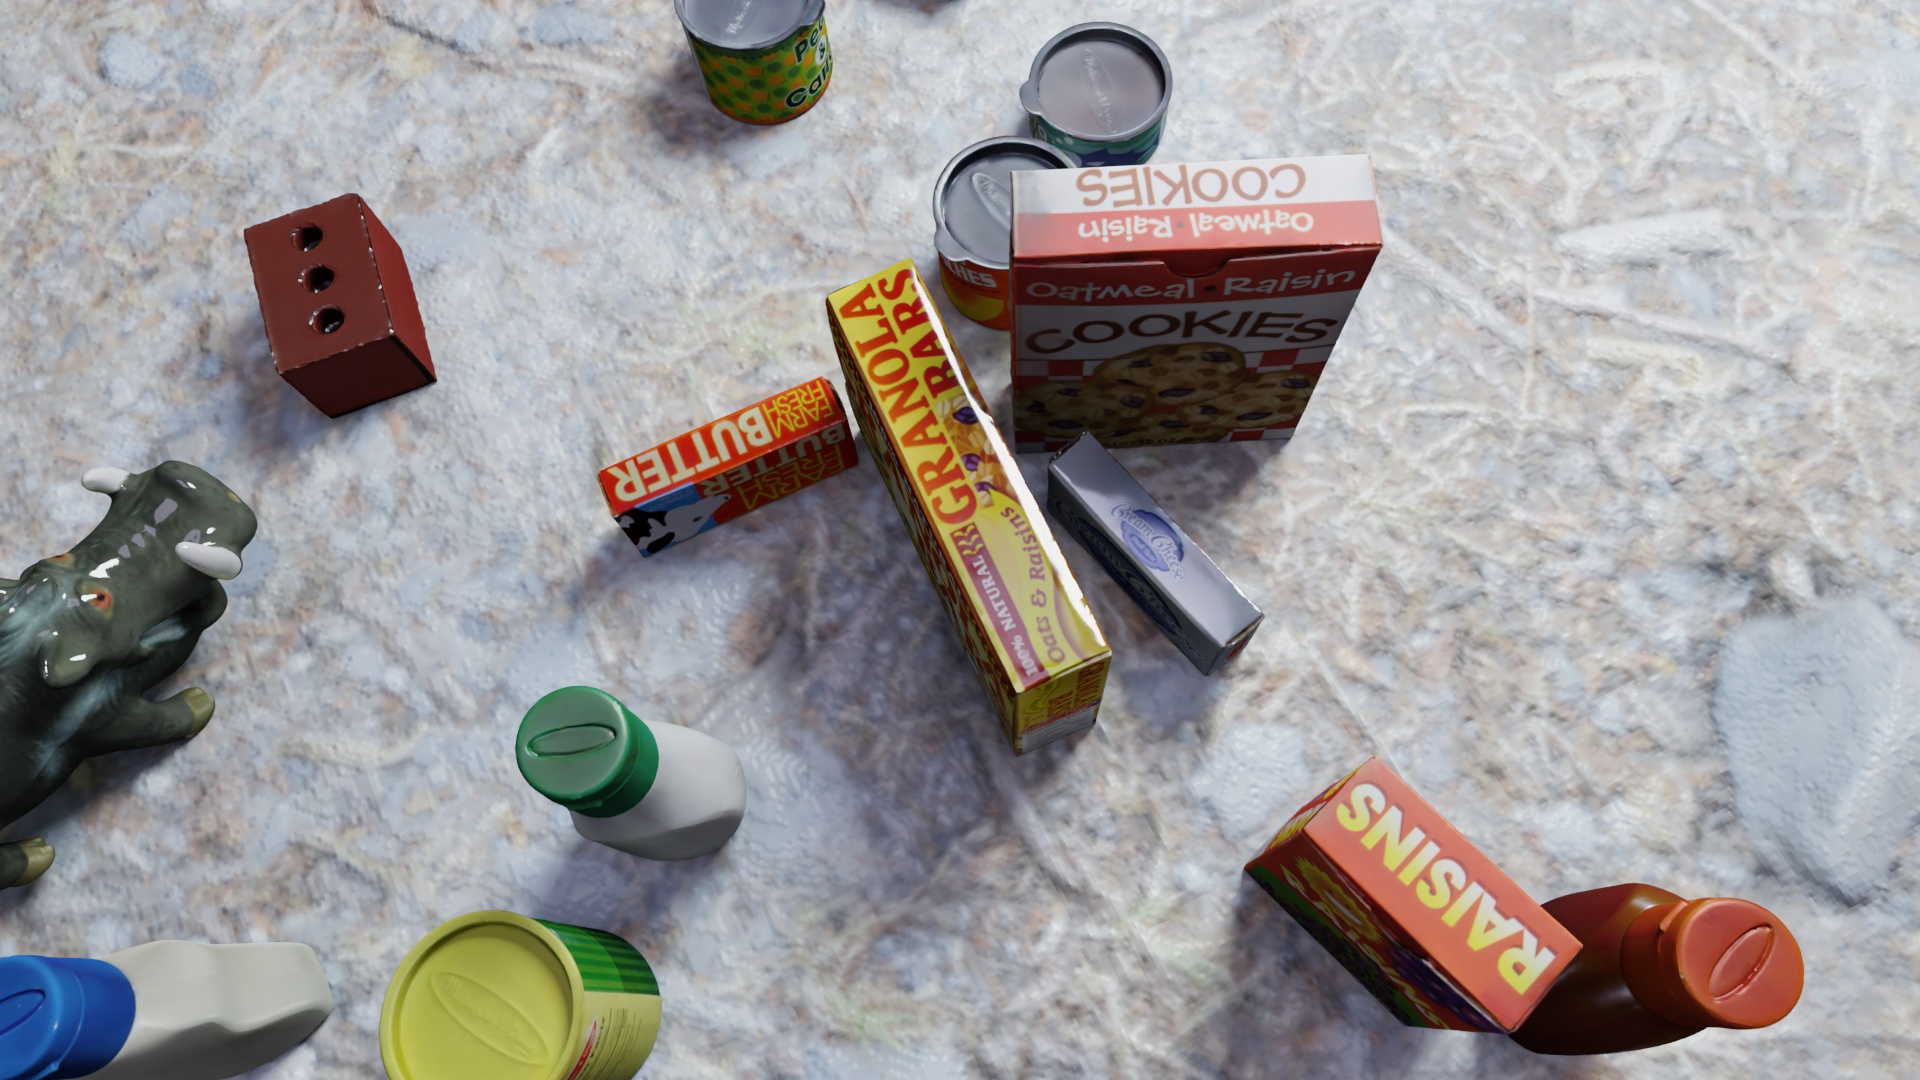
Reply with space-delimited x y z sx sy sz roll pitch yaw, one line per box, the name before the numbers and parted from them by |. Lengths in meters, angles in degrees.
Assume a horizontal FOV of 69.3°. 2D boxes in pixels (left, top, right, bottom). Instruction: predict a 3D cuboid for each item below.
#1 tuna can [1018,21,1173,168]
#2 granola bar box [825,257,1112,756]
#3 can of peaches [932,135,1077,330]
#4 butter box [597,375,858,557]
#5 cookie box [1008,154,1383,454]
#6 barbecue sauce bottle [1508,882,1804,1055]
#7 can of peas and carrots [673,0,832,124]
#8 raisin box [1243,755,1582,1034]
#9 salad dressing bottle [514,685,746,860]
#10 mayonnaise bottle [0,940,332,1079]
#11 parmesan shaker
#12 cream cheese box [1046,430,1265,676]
tuna can | 0.062 -0.205 0.650 0.071 0.032 0.071 -1 71 2
granola bar box | 0.002 -0.007 0.535 0.039 0.124 0.166 -24 72 -6
can of peaches | 0.020 -0.133 0.613 0.071 0.058 0.071 -1 71 2
butter box | -0.096 -0.031 0.585 0.103 0.053 0.024 -24 72 -6
cookie box | 0.081 -0.083 0.536 0.123 0.167 0.040 -3 71 1
barbecue sauce bottle | 0.223 0.142 0.463 0.065 0.148 0.044 -42 75 -11
can of peas and carrots | -0.094 -0.239 0.654 0.071 0.058 0.071 -1 71 2
raisin box | 0.150 0.126 0.484 0.040 0.123 0.086 -42 75 -11
salad dressing bottle | -0.116 0.085 0.496 0.064 0.147 0.044 -9 71 -1
mayonnaise bottle | -0.277 0.162 0.475 0.065 0.147 0.041 -28 73 -7
parmesan shaker | -0.153 0.170 0.491 0.071 0.102 0.071 -1 71 2
cream cheese box | 0.076 0.007 0.565 0.024 0.053 0.104 -39 74 -10
